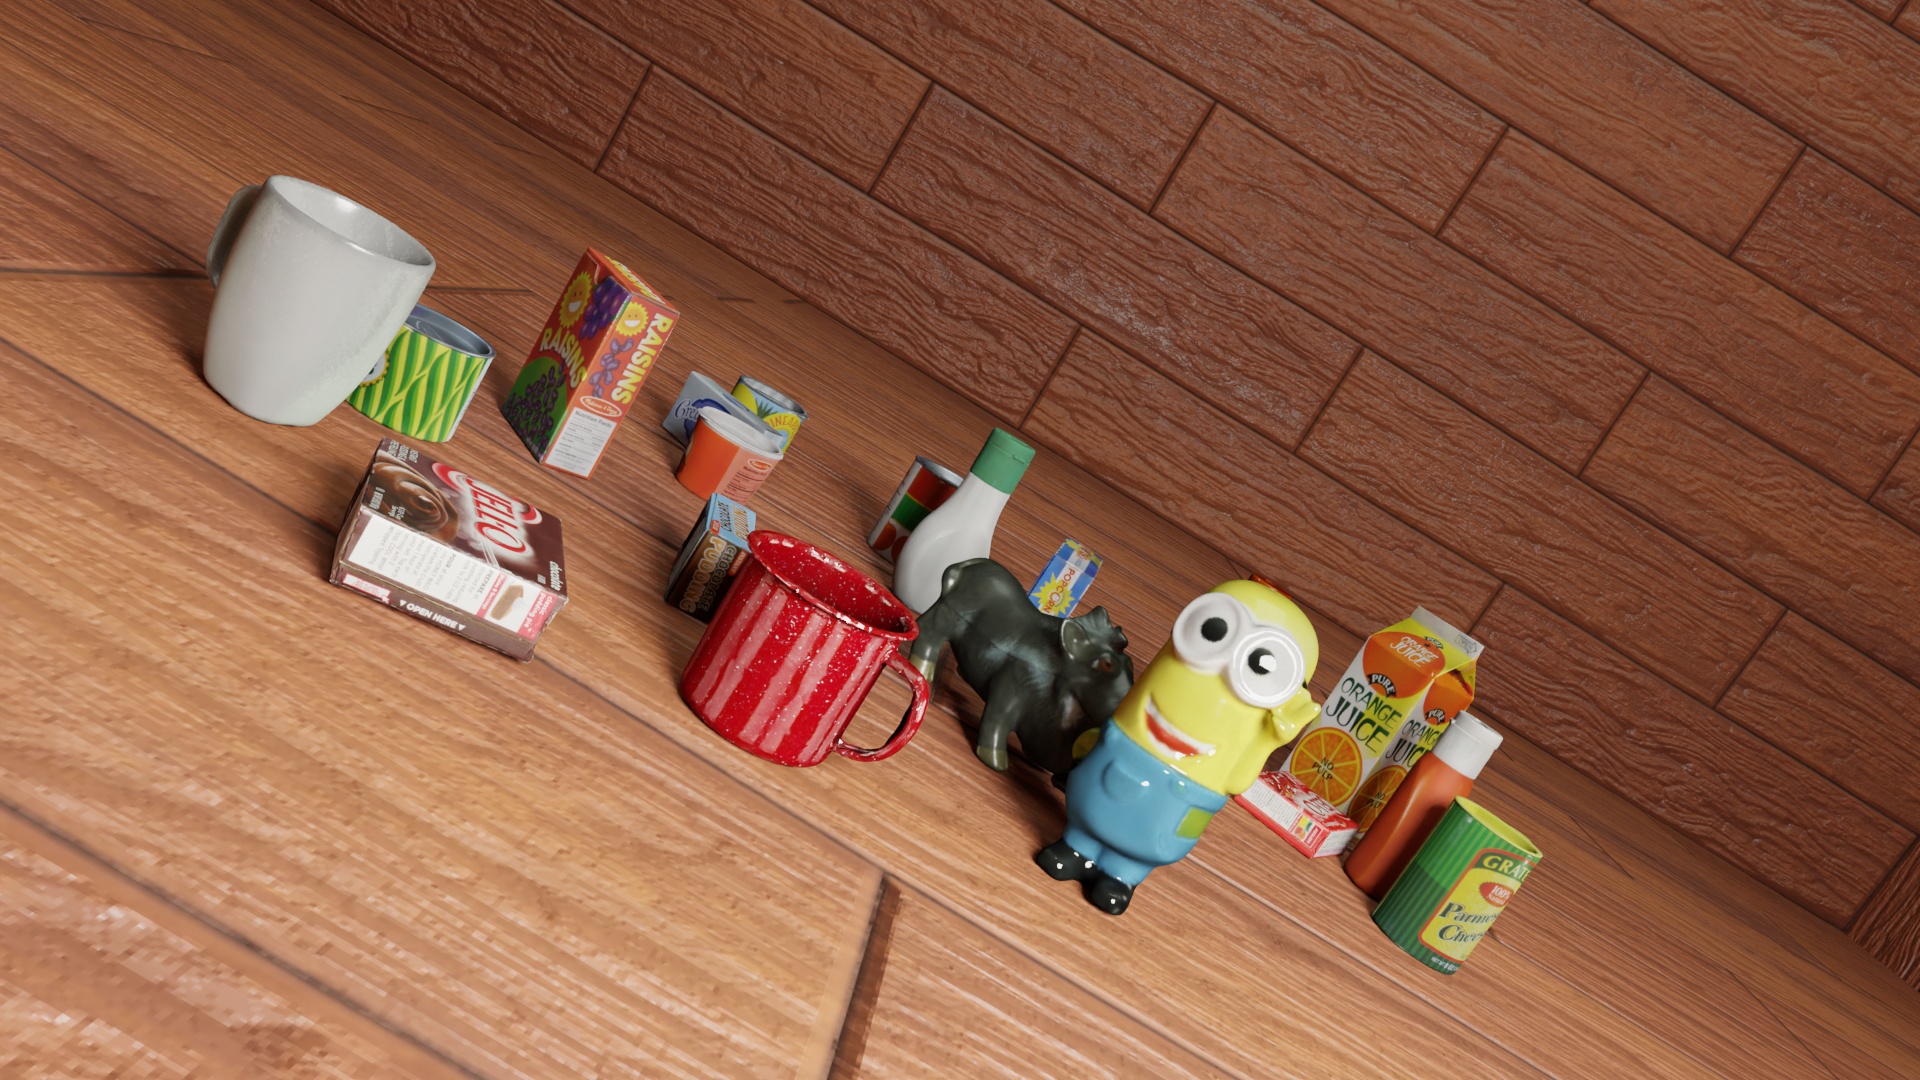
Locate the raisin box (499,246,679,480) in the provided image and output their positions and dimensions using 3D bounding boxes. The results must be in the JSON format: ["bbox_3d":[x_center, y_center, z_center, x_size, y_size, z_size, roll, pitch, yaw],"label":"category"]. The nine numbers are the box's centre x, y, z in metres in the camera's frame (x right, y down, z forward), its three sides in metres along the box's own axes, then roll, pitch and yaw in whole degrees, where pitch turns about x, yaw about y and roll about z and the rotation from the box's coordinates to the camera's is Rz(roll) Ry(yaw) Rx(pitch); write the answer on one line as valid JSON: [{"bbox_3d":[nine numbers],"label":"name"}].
[{"bbox_3d":[-0.237,-0.113,0.881,0.040,0.123,0.086,23,13,-42],"label":"raisin box"}]

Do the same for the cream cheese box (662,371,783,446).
[{"bbox_3d":[-0.189,-0.087,1.096,0.104,0.053,0.024,38,11,33],"label":"cream cheese box"}]

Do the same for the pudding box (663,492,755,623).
[{"bbox_3d":[-0.141,0.008,0.789,0.030,0.049,0.084,29,10,-14],"label":"pudding box"}]

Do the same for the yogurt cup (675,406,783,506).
[{"bbox_3d":[-0.170,-0.057,1.008,0.072,0.054,0.072,31,10,-6],"label":"yogurt cup"}]

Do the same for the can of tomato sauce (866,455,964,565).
[{"bbox_3d":[-0.028,-0.017,1.154,0.071,0.083,0.071,31,10,-6],"label":"can of tomato sauce"}]

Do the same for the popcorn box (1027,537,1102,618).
[{"bbox_3d":[0.076,0.048,1.139,0.038,0.085,0.127,32,10,5],"label":"popcorn box"}]

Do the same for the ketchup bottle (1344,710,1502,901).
[{"bbox_3d":[0.343,0.196,1.029,0.043,0.148,0.065,33,9,8],"label":"ketchup bottle"}]

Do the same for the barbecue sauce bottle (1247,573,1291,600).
[{"bbox_3d":[0.210,0.097,1.113,0.043,0.148,0.065,30,9,-9],"label":"barbecue sauce bottle"}]

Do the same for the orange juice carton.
[{"bbox_3d":[0.356,0.150,1.162,0.073,0.192,0.072,23,12,-41],"label":"orange juice carton"}]

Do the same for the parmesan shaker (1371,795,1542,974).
[{"bbox_3d":[0.341,0.237,0.953,0.071,0.103,0.071,31,10,-6],"label":"parmesan shaker"}]

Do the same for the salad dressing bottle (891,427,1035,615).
[{"bbox_3d":[0.004,-0.013,1.040,0.064,0.147,0.044,26,11,-32],"label":"salad dressing bottle"}]

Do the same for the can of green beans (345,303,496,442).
[{"bbox_3d":[-0.306,-0.096,0.782,0.071,0.057,0.071,31,10,-6],"label":"can of green beans"}]

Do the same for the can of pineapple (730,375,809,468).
[{"bbox_3d":[-0.174,-0.101,1.198,0.071,0.057,0.071,31,10,-6],"label":"can of pineapple"}]
